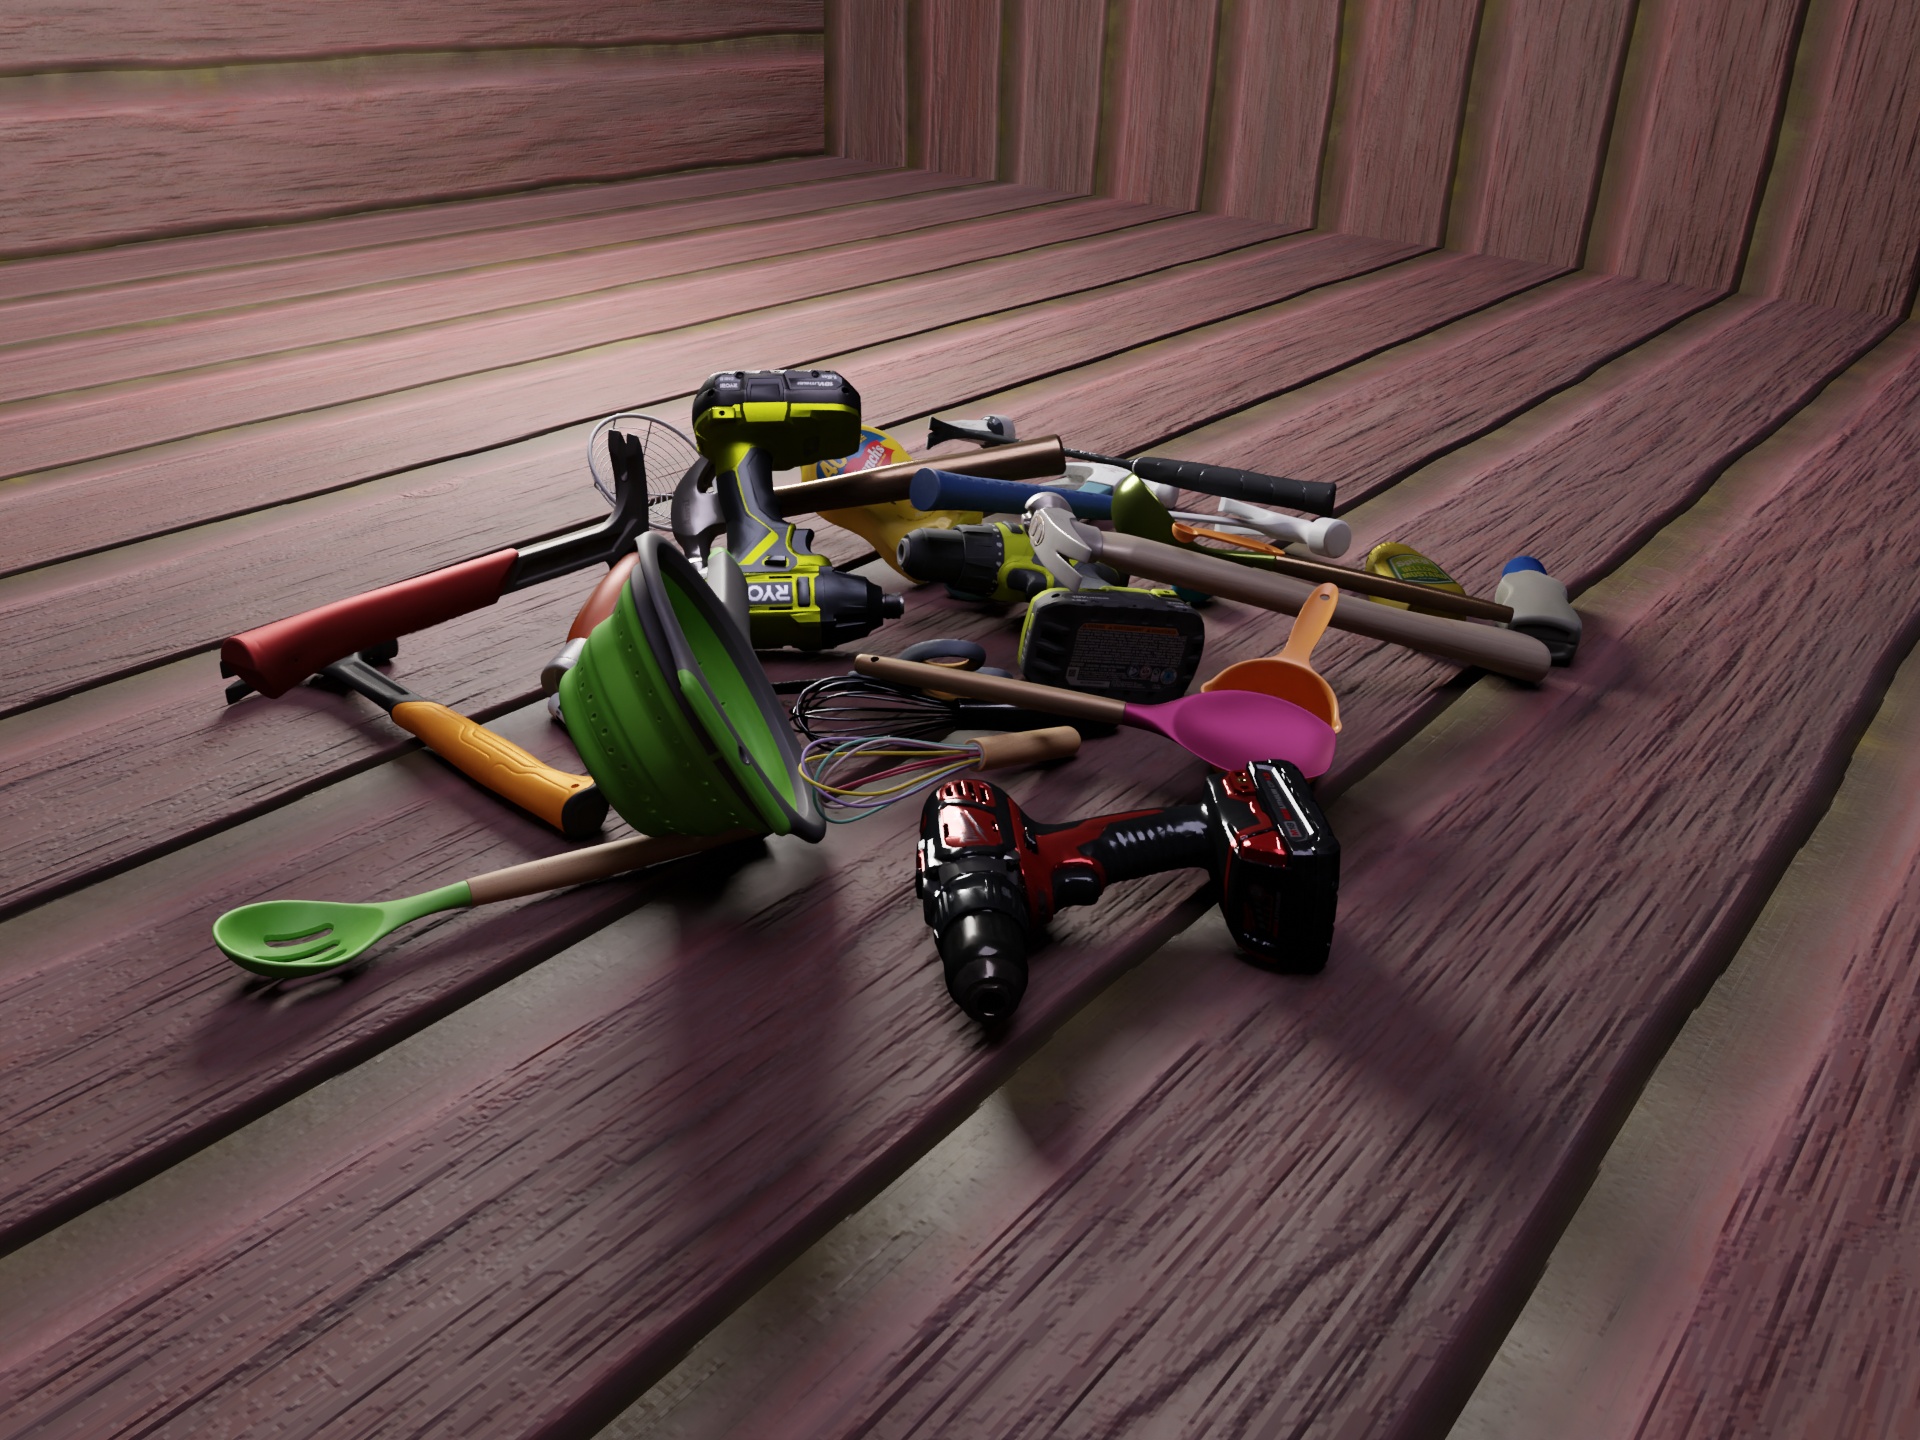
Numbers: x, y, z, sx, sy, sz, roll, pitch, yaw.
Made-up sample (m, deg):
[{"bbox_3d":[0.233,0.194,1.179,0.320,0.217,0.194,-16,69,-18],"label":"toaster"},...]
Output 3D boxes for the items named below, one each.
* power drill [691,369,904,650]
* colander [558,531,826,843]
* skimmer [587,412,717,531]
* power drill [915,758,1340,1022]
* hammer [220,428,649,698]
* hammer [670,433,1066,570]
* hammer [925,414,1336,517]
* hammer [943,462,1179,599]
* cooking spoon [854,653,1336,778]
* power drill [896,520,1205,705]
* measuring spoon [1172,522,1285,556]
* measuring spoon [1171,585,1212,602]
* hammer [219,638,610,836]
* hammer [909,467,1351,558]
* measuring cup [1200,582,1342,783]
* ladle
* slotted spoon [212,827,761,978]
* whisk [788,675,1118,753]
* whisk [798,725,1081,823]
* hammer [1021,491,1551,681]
[{"bbox_3d":[-0.134,-0.161,1.249,0.171,0.080,0.223,-2,66,-4],"label":"power drill"},{"bbox_3d":[-0.178,-0.029,1.000,0.094,0.204,0.397,-29,22,3],"label":"colander"},{"bbox_3d":[-0.149,-0.221,1.433,0.363,0.090,0.127,1,52,7],"label":"skimmer"},{"bbox_3d":[0.089,0.094,0.875,0.226,0.080,0.188,-2,27,-3],"label":"power drill"},{"bbox_3d":[-0.349,-0.101,1.114,0.037,0.149,0.359,16,26,28],"label":"hammer"},{"bbox_3d":[-0.078,-0.197,1.328,0.331,0.031,0.130,-10,71,0],"label":"hammer"},{"bbox_3d":[0.150,-0.234,1.442,0.409,0.036,0.149,17,17,33],"label":"hammer"},{"bbox_3d":[0.081,-0.177,1.447,0.128,0.033,0.331,16,30,24],"label":"hammer"},{"bbox_3d":[0.082,-0.009,1.033,0.319,0.017,0.069,11,52,14],"label":"cooking spoon"},{"bbox_3d":[0.067,-0.094,1.216,0.190,0.080,0.229,3,24,-22],"label":"power drill"},{"bbox_3d":[0.197,-0.129,1.168,0.116,0.011,0.021,6,26,-39],"label":"measuring spoon"},{"bbox_3d":[0.193,-0.124,1.377,0.042,0.021,0.129,-1,18,-4],"label":"measuring spoon"},{"bbox_3d":[-0.355,0.005,1.059,0.337,0.034,0.127,23,33,35],"label":"hammer"},{"bbox_3d":[0.136,-0.176,1.333,0.405,0.035,0.144,1,14,-34],"label":"hammer"},{"bbox_3d":[0.222,-0.021,1.077,0.095,0.052,0.174,18,52,20],"label":"measuring cup"},{"bbox_3d":[0.272,-0.129,1.234,0.320,0.062,0.078,13,4,3],"label":"ladle"},{"bbox_3d":[-0.253,0.093,0.903,0.313,0.031,0.070,-13,31,-30],"label":"slotted spoon"},{"bbox_3d":[-0.002,-0.002,1.093,0.239,0.055,0.055,0,27,-14],"label":"whisk"},{"bbox_3d":[-0.004,0.027,0.998,0.047,0.051,0.245,-6,1,43],"label":"whisk"},{"bbox_3d":[0.249,-0.084,1.157,0.410,0.038,0.146,13,20,-13],"label":"hammer"}]
